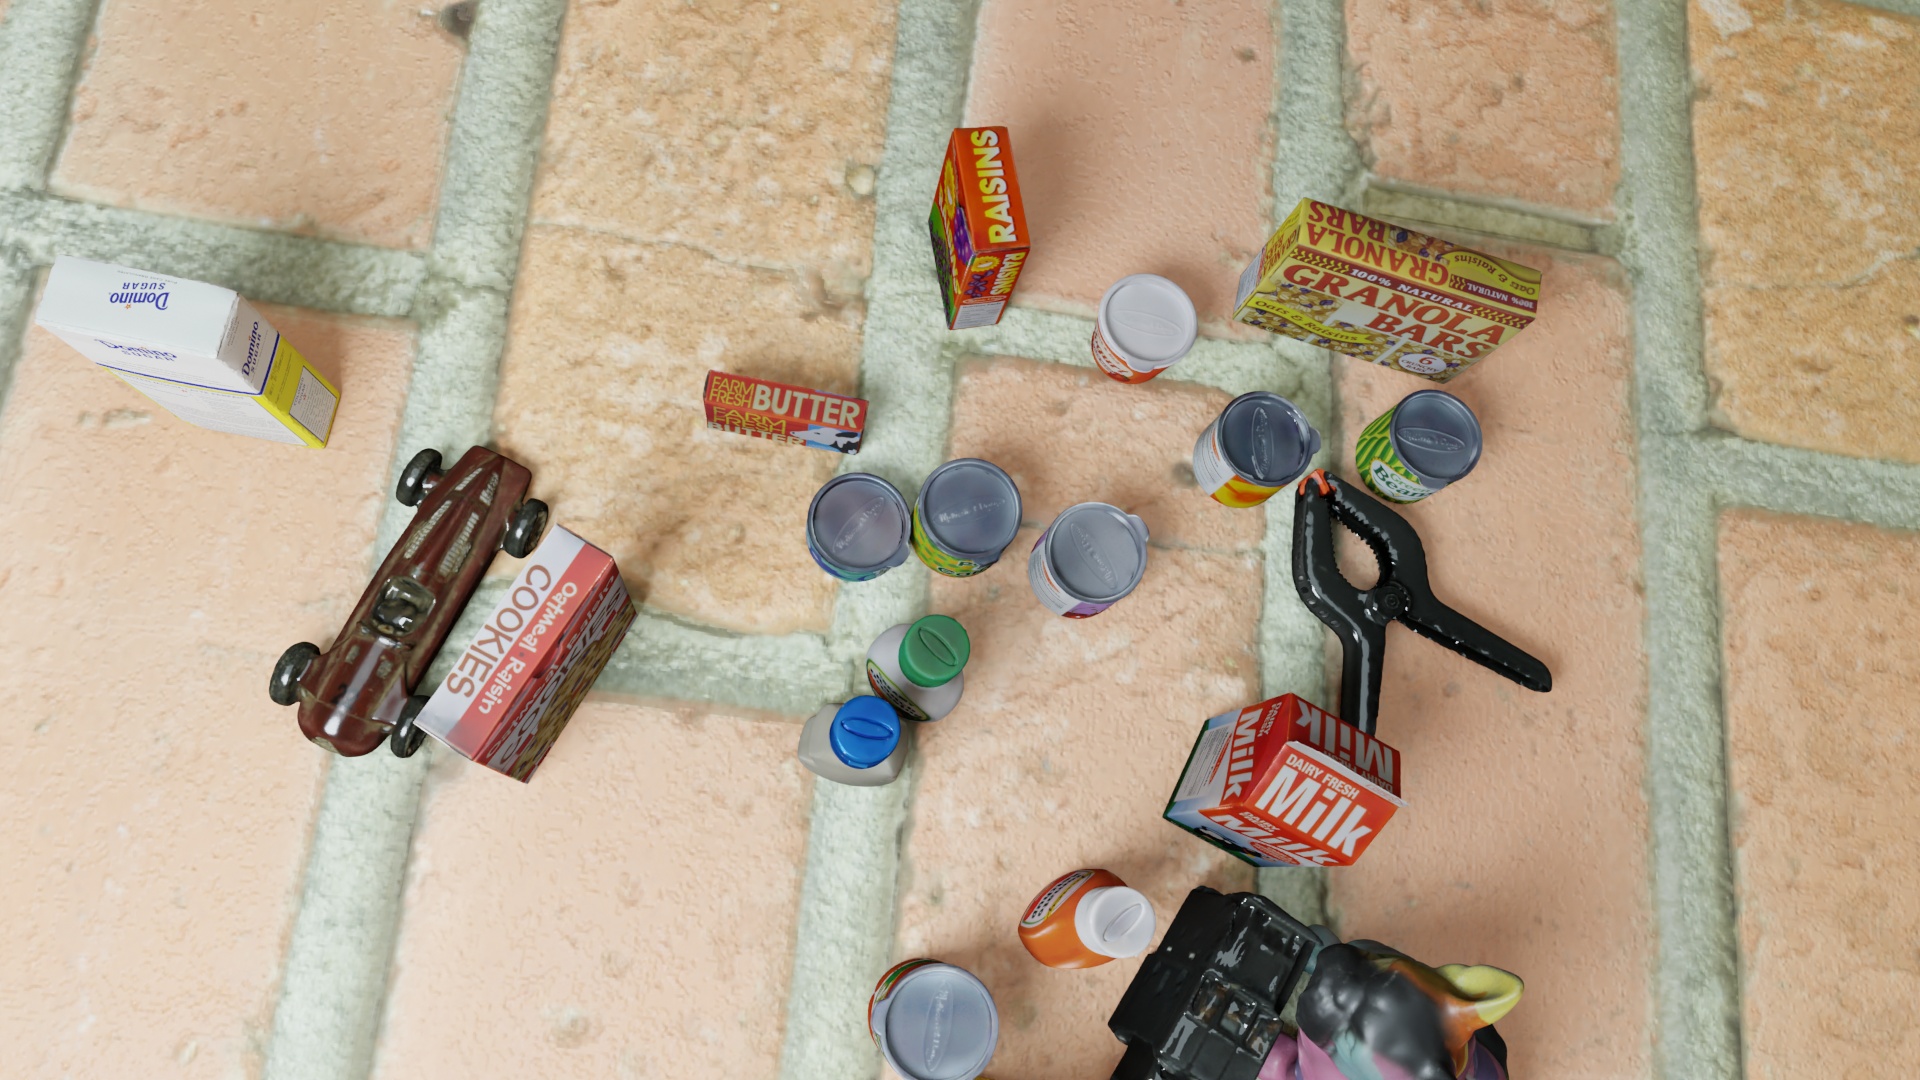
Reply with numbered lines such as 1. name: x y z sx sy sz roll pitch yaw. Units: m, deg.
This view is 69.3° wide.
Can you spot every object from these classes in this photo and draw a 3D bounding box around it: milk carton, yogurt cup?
1. milk carton: 0.189 0.142 0.811 0.072 0.190 0.073 28 74 -1
2. yogurt cup: 0.121 -0.141 0.945 0.072 0.053 0.072 2 75 -8

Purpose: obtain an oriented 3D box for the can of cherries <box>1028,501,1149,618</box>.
1. can of cherries: 0.083 0.013 0.897 0.071 0.058 0.071 2 76 -8

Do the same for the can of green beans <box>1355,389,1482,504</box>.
1. can of green beans: 0.313 -0.063 0.953 0.071 0.057 0.071 2 76 -8

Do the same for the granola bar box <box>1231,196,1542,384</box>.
1. granola bar box: 0.284 -0.164 0.940 0.166 0.124 0.039 16 74 -5

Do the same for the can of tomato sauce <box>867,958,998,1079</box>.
1. can of tomato sauce: -0.020 0.276 0.799 0.071 0.083 0.071 2 76 -8

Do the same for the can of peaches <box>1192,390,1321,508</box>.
1. can of peaches: 0.198 -0.060 0.934 0.071 0.058 0.071 2 76 -8

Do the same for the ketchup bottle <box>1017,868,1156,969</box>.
1. ketchup bottle: 0.075 0.217 0.795 0.065 0.148 0.043 -40 85 -16

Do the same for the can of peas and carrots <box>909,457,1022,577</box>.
1. can of peas and carrots: 0.003 -0.011 0.890 0.071 0.058 0.071 2 76 -8

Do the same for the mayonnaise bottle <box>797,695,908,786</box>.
1. mayonnaise bottle: -0.059 0.116 0.801 0.065 0.147 0.041 14 74 -5

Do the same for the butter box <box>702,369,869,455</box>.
1. butter box: -0.113 -0.081 0.893 0.103 0.053 0.024 11 75 -6

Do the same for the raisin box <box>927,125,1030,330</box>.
1. raisin box: 0.010 -0.201 0.907 0.040 0.123 0.086 -7 77 -10

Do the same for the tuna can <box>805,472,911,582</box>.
1. tuna can: -0.064 -0.006 0.892 0.071 0.032 0.071 2 75 -8

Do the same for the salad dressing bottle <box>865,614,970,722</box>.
1. salad dressing bottle: -0.023 0.074 0.818 0.064 0.147 0.044 45 74 4

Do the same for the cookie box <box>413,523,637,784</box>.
1. cookie box: -0.234 0.069 0.775 0.040 0.167 0.123 31 73 0
